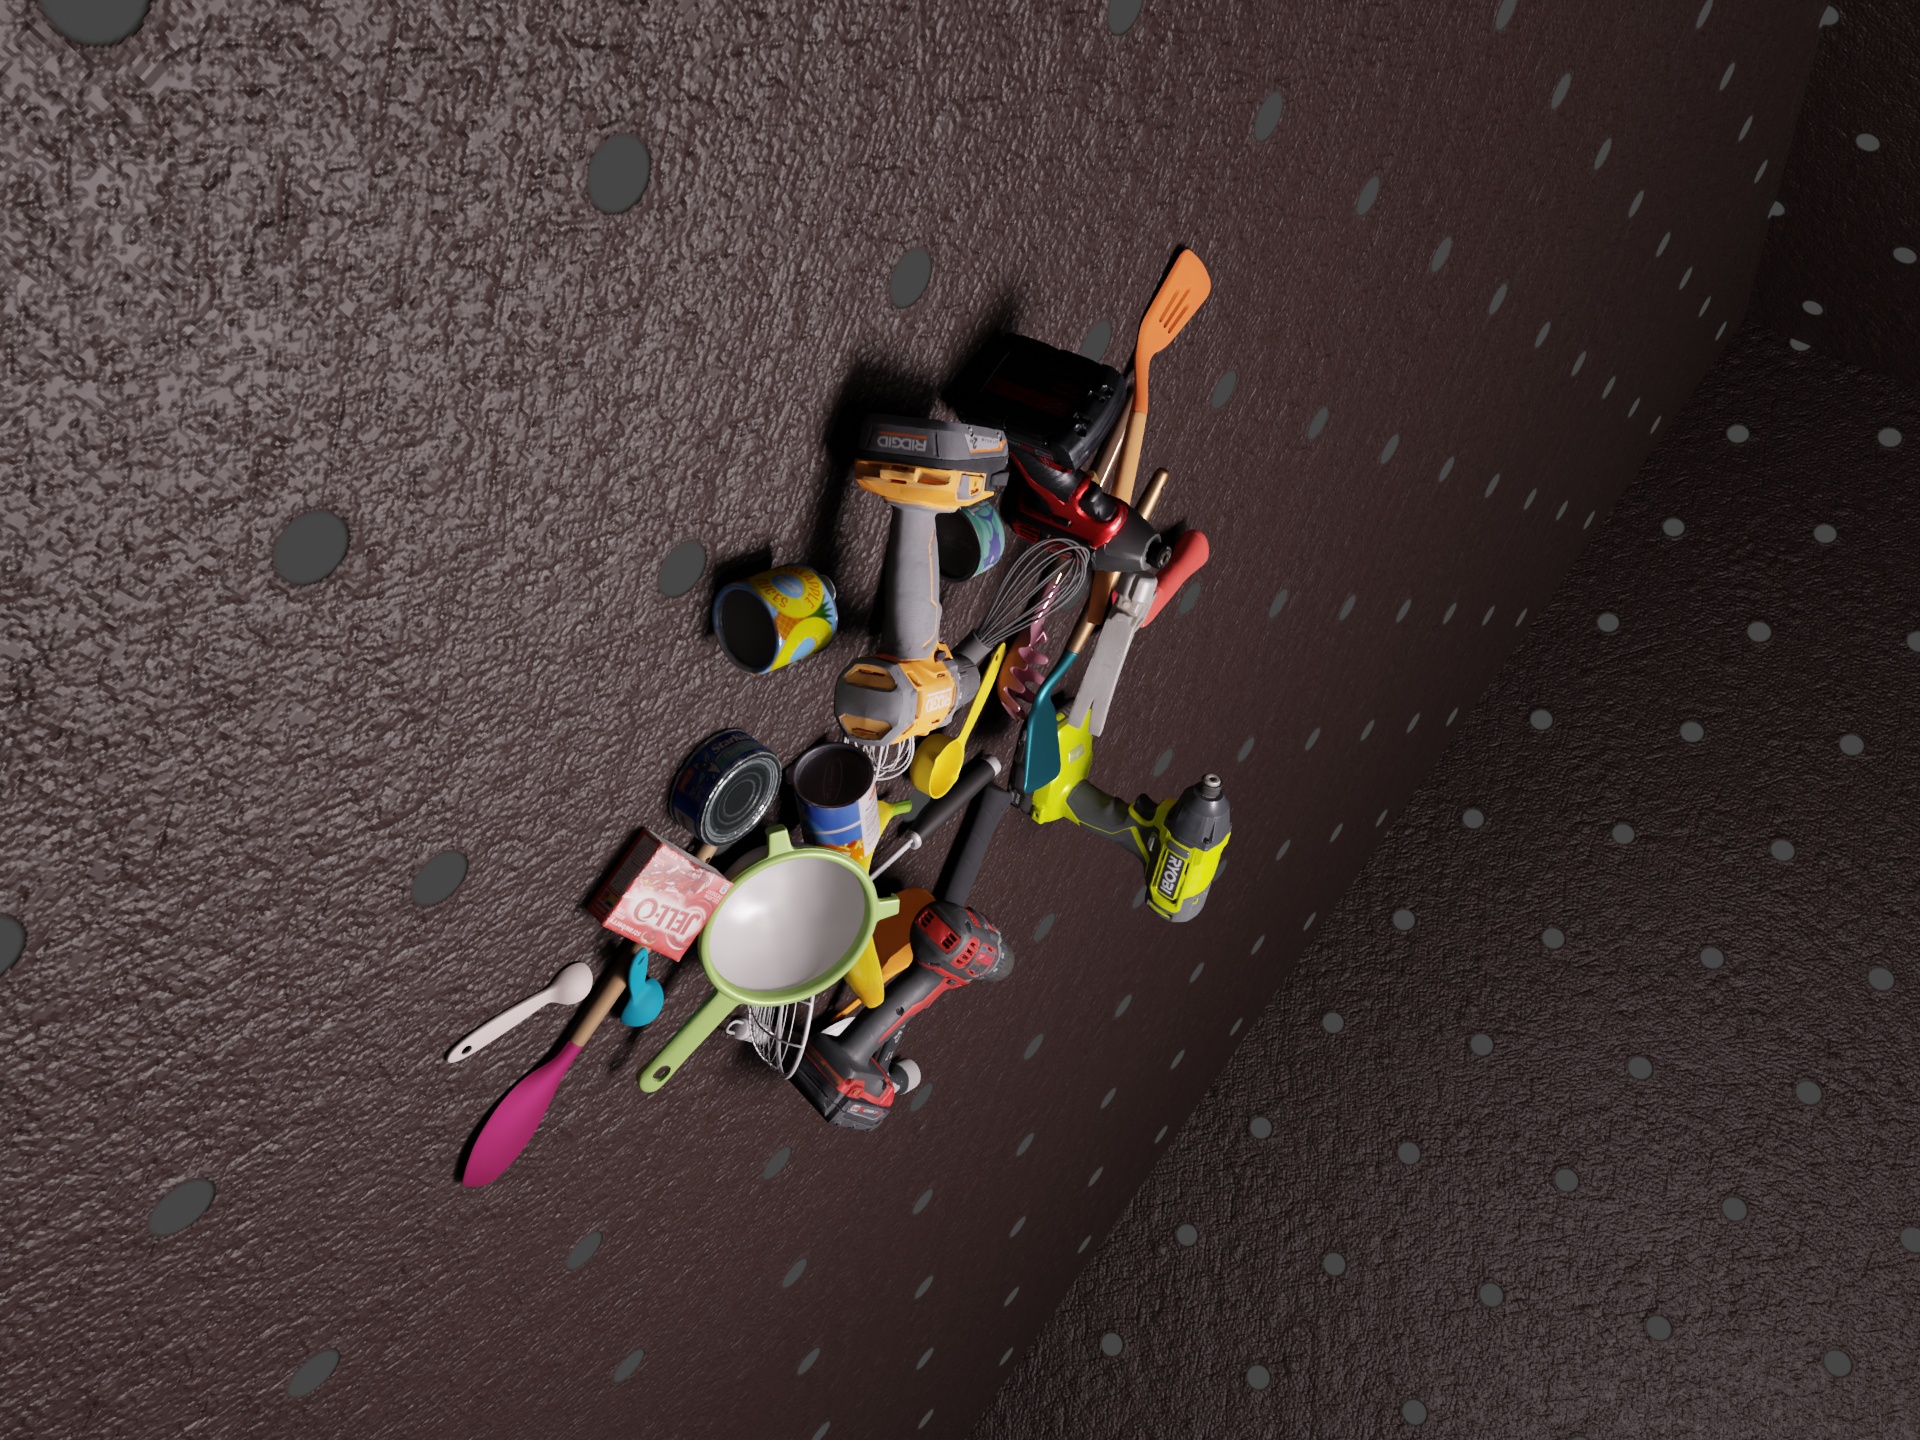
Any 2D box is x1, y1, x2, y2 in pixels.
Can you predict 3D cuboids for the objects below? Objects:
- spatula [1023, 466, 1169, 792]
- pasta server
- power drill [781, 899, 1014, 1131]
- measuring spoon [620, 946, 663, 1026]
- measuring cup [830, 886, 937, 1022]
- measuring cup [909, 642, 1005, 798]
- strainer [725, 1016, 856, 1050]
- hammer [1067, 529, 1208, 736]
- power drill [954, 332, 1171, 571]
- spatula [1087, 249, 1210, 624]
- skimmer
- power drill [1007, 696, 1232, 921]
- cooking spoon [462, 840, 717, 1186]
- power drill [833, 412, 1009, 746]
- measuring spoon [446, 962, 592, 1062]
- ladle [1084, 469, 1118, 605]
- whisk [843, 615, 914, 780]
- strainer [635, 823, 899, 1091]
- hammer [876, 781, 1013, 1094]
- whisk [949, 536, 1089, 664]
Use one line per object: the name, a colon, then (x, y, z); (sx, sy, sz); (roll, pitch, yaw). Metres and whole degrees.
spatula: (0.122, -0.081, 1.436); (0.082, 0.044, 0.317); (-21, 141, -60)
pasta server: (0.101, -0.146, 1.434); (0.060, 0.040, 0.316); (-18, 134, -66)
power drill: (-0.044, 0.271, 1.481); (0.226, 0.080, 0.187); (-49, 154, -1)
measuring spoon: (-0.240, 0.205, 1.220); (0.042, 0.021, 0.128); (-52, 171, -30)
measuring cup: (-0.083, 0.225, 1.535); (0.173, 0.052, 0.095); (-45, 161, 26)
measuring cup: (-0.002, -0.005, 1.441); (0.156, 0.029, 0.062); (-65, 156, -11)
strainer: (-0.155, 0.308, 1.507); (0.087, 0.050, 0.258); (-43, 151, 5)
hammer: (0.179, -0.108, 1.487); (0.359, 0.037, 0.149); (-45, 155, -64)
power drill: (0.087, -0.192, 1.238); (0.078, 0.143, 0.219); (-56, 153, -14)
spatula: (0.155, -0.238, 1.357); (0.081, 0.041, 0.323); (22, 79, -64)
skimmer: (-0.063, 0.167, 1.444); (0.363, 0.090, 0.127); (-43, 176, -31)
power drill: (0.162, 0.078, 1.580); (0.080, 0.223, 0.171); (-33, 146, -40)
cooking spoon: (-0.280, 0.224, 1.213); (0.319, 0.017, 0.068); (-56, 157, -1)
power drill: (-0.021, -0.100, 1.147); (0.185, 0.084, 0.226); (-17, 115, -68)
measuring spoon: (-0.313, 0.215, 1.145); (0.124, 0.018, 0.034); (-31, 145, -41)
ladle: (0.137, -0.146, 1.459); (0.069, 0.031, 0.315); (-64, 160, -15)
whisk: (-0.054, -0.052, 1.268); (0.058, 0.059, 0.246); (-82, -178, -58)
strainer: (-0.182, 0.191, 1.290); (0.256, 0.069, 0.151); (-48, 129, 7)
hammer: (-0.035, 0.239, 1.641); (0.149, 0.036, 0.408); (-12, 129, -54)
whisk: (0.016, -0.066, 1.301); (0.239, 0.055, 0.055); (-43, 161, 25)
